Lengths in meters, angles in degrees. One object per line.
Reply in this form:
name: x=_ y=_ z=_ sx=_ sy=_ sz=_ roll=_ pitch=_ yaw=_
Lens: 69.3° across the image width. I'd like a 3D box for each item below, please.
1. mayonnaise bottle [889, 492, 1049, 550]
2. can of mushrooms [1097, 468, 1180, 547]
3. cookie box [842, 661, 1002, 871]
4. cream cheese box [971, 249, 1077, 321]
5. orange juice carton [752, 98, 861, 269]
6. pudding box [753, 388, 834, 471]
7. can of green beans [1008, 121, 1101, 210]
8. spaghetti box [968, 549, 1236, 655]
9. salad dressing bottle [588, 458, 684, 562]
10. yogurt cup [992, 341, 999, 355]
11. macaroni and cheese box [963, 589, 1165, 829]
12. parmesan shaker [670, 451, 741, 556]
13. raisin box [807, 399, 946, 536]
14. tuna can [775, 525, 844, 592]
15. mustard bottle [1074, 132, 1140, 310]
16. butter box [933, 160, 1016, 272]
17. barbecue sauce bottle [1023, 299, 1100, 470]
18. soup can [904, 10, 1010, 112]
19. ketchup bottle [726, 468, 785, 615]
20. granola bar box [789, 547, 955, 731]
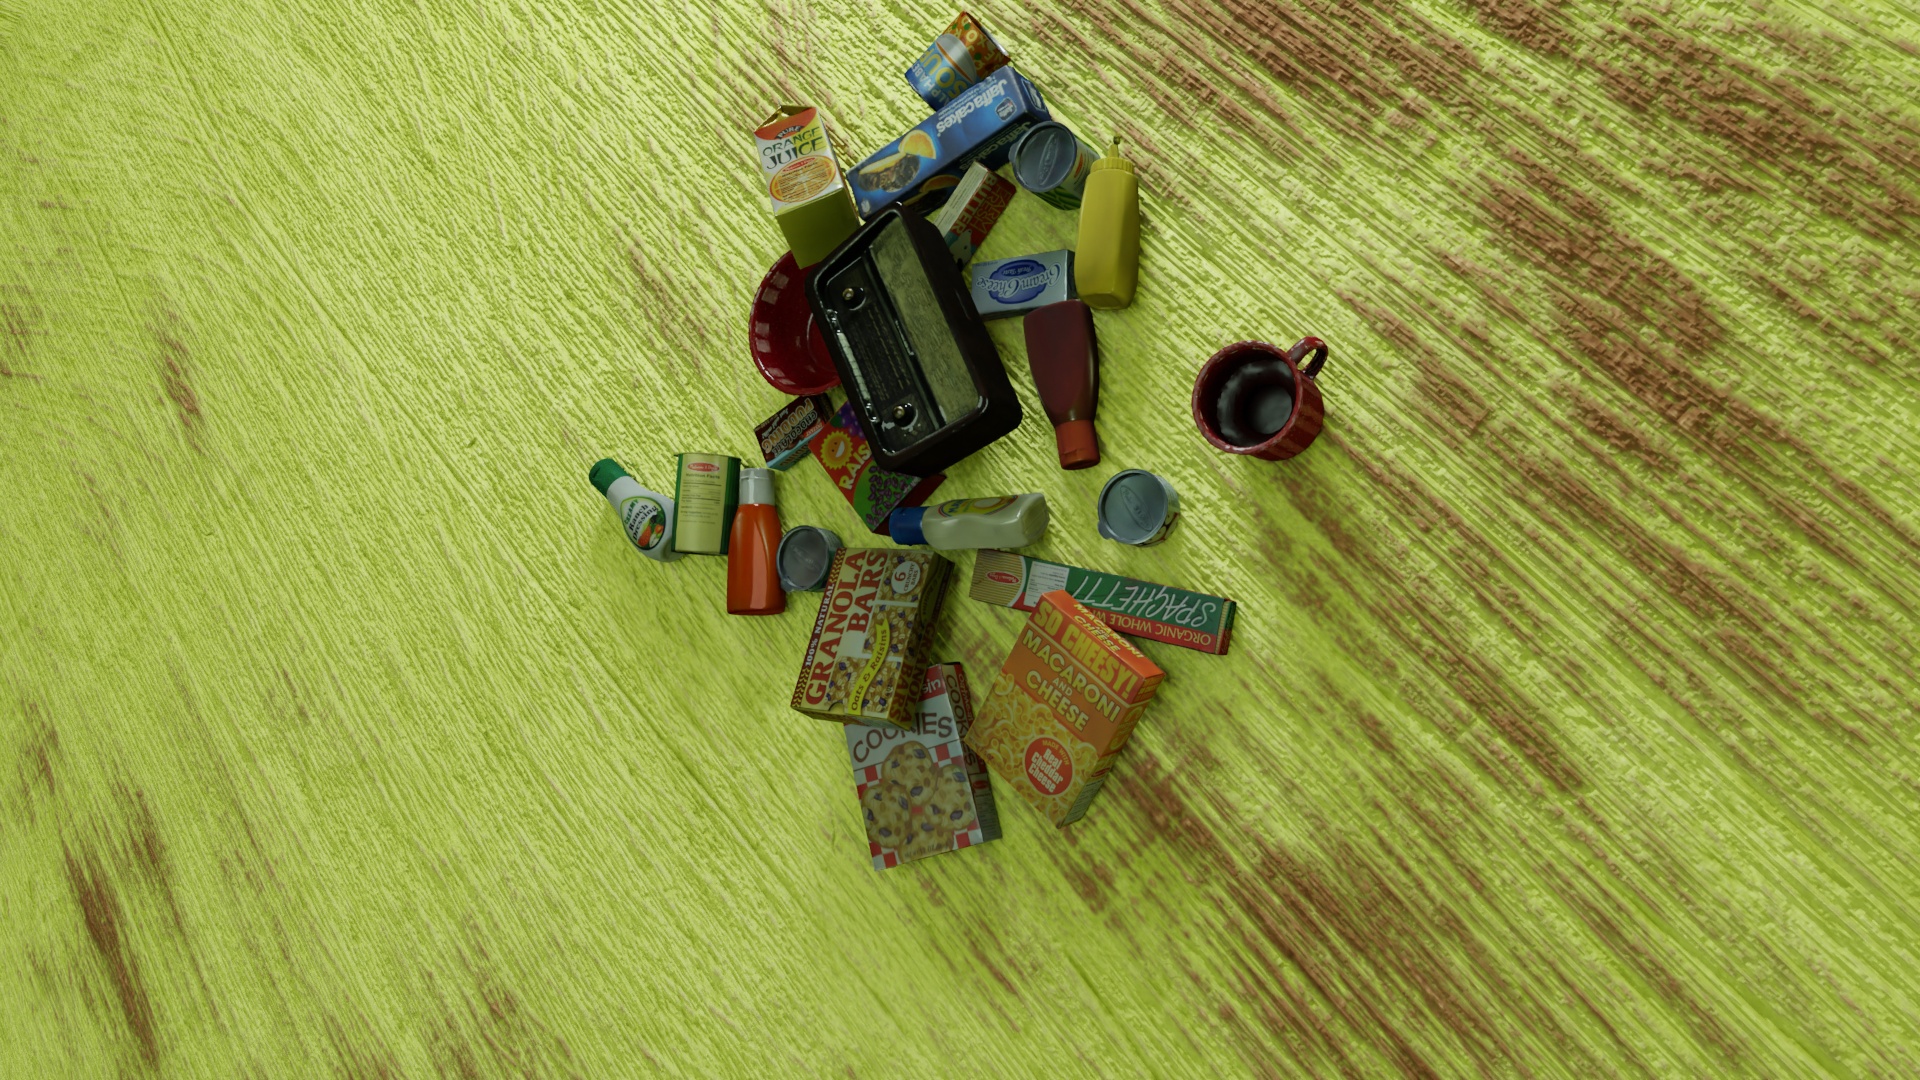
mayonnaise bottle: x=0.005 y=-0.016 z=1.280 sx=0.148 sy=0.065 sz=0.041 roll=-2 pitch=114 yaw=30
can of mushrooms: x=0.154 y=-0.026 z=1.210 sx=0.071 sy=0.033 sz=0.071 roll=-4 pitch=82 yaw=30
cookie box: x=-0.039 y=0.210 z=1.293 sx=0.122 sy=0.040 sz=0.168 roll=-21 pitch=74 yaw=27
cream cheese box: x=0.060 y=-0.238 z=1.301 sx=0.103 sy=0.024 sz=0.053 roll=-3 pitch=84 yaw=31
orange juice carton: x=-0.156 y=-0.365 z=1.389 sx=0.073 sy=0.071 sz=0.193 roll=-21 pitch=49 yaw=3
pudding box: x=-0.167 y=-0.112 z=1.418 sx=0.083 sy=0.030 sz=0.050 roll=-31 pitch=69 yaw=25
can of green beans: x=0.090 y=-0.343 z=1.276 sx=0.071 sy=0.058 sz=0.071 roll=-4 pitch=82 yaw=31
spaghetti box: x=0.121 y=0.052 z=1.222 sx=0.250 sy=0.029 sz=0.050 roll=12 pitch=90 yaw=32
salad dressing bottle: x=-0.350 y=-0.035 z=1.511 sx=0.148 sy=0.044 sz=0.064 roll=40 pitch=103 yaw=29
yogurt cup: x=-0.004 y=-0.170 z=1.313 sx=0.072 sy=0.054 sz=0.072 roll=-4 pitch=81 yaw=31
macaroni and cheese box: x=0.088 y=0.145 z=1.206 sx=0.124 sy=0.040 sz=0.165 roll=40 pitch=116 yaw=29
parmesan shaker: x=-0.268 y=-0.037 z=1.447 sx=0.071 sy=0.071 sz=0.103 roll=2 pitch=85 yaw=31
raisin box: x=-0.083 y=-0.078 z=1.358 sx=0.086 sy=0.040 sz=0.123 roll=-47 pitch=64 yaw=19
tuna can: x=-0.150 y=0.021 z=1.388 sx=0.071 sy=0.033 sz=0.071 roll=-4 pitch=81 yaw=31
mustard bottle: x=0.134 y=-0.288 z=1.243 sx=0.049 sy=0.065 sz=0.160 roll=-1 pitch=78 yaw=26
butter box: x=0.006 y=-0.307 z=1.326 sx=0.024 sy=0.053 sz=0.103 roll=43 pitch=105 yaw=31
barbecue sauce bottle: x=0.097 y=-0.139 z=1.254 sx=0.065 sy=0.044 sz=0.149 roll=-15 pitch=77 yaw=29
soup can: x=-0.004 y=-0.458 z=1.341 sx=0.083 sy=0.071 sz=0.071 roll=-43 pitch=65 yaw=20
ketchup bottle: x=-0.209 y=0.002 z=1.420 sx=0.064 sy=0.043 sz=0.149 roll=-6 pitch=80 yaw=35
granola bar box: x=-0.083 y=0.089 z=1.303 sx=0.124 sy=0.039 sz=0.166 roll=1 pitch=68 yaw=38
